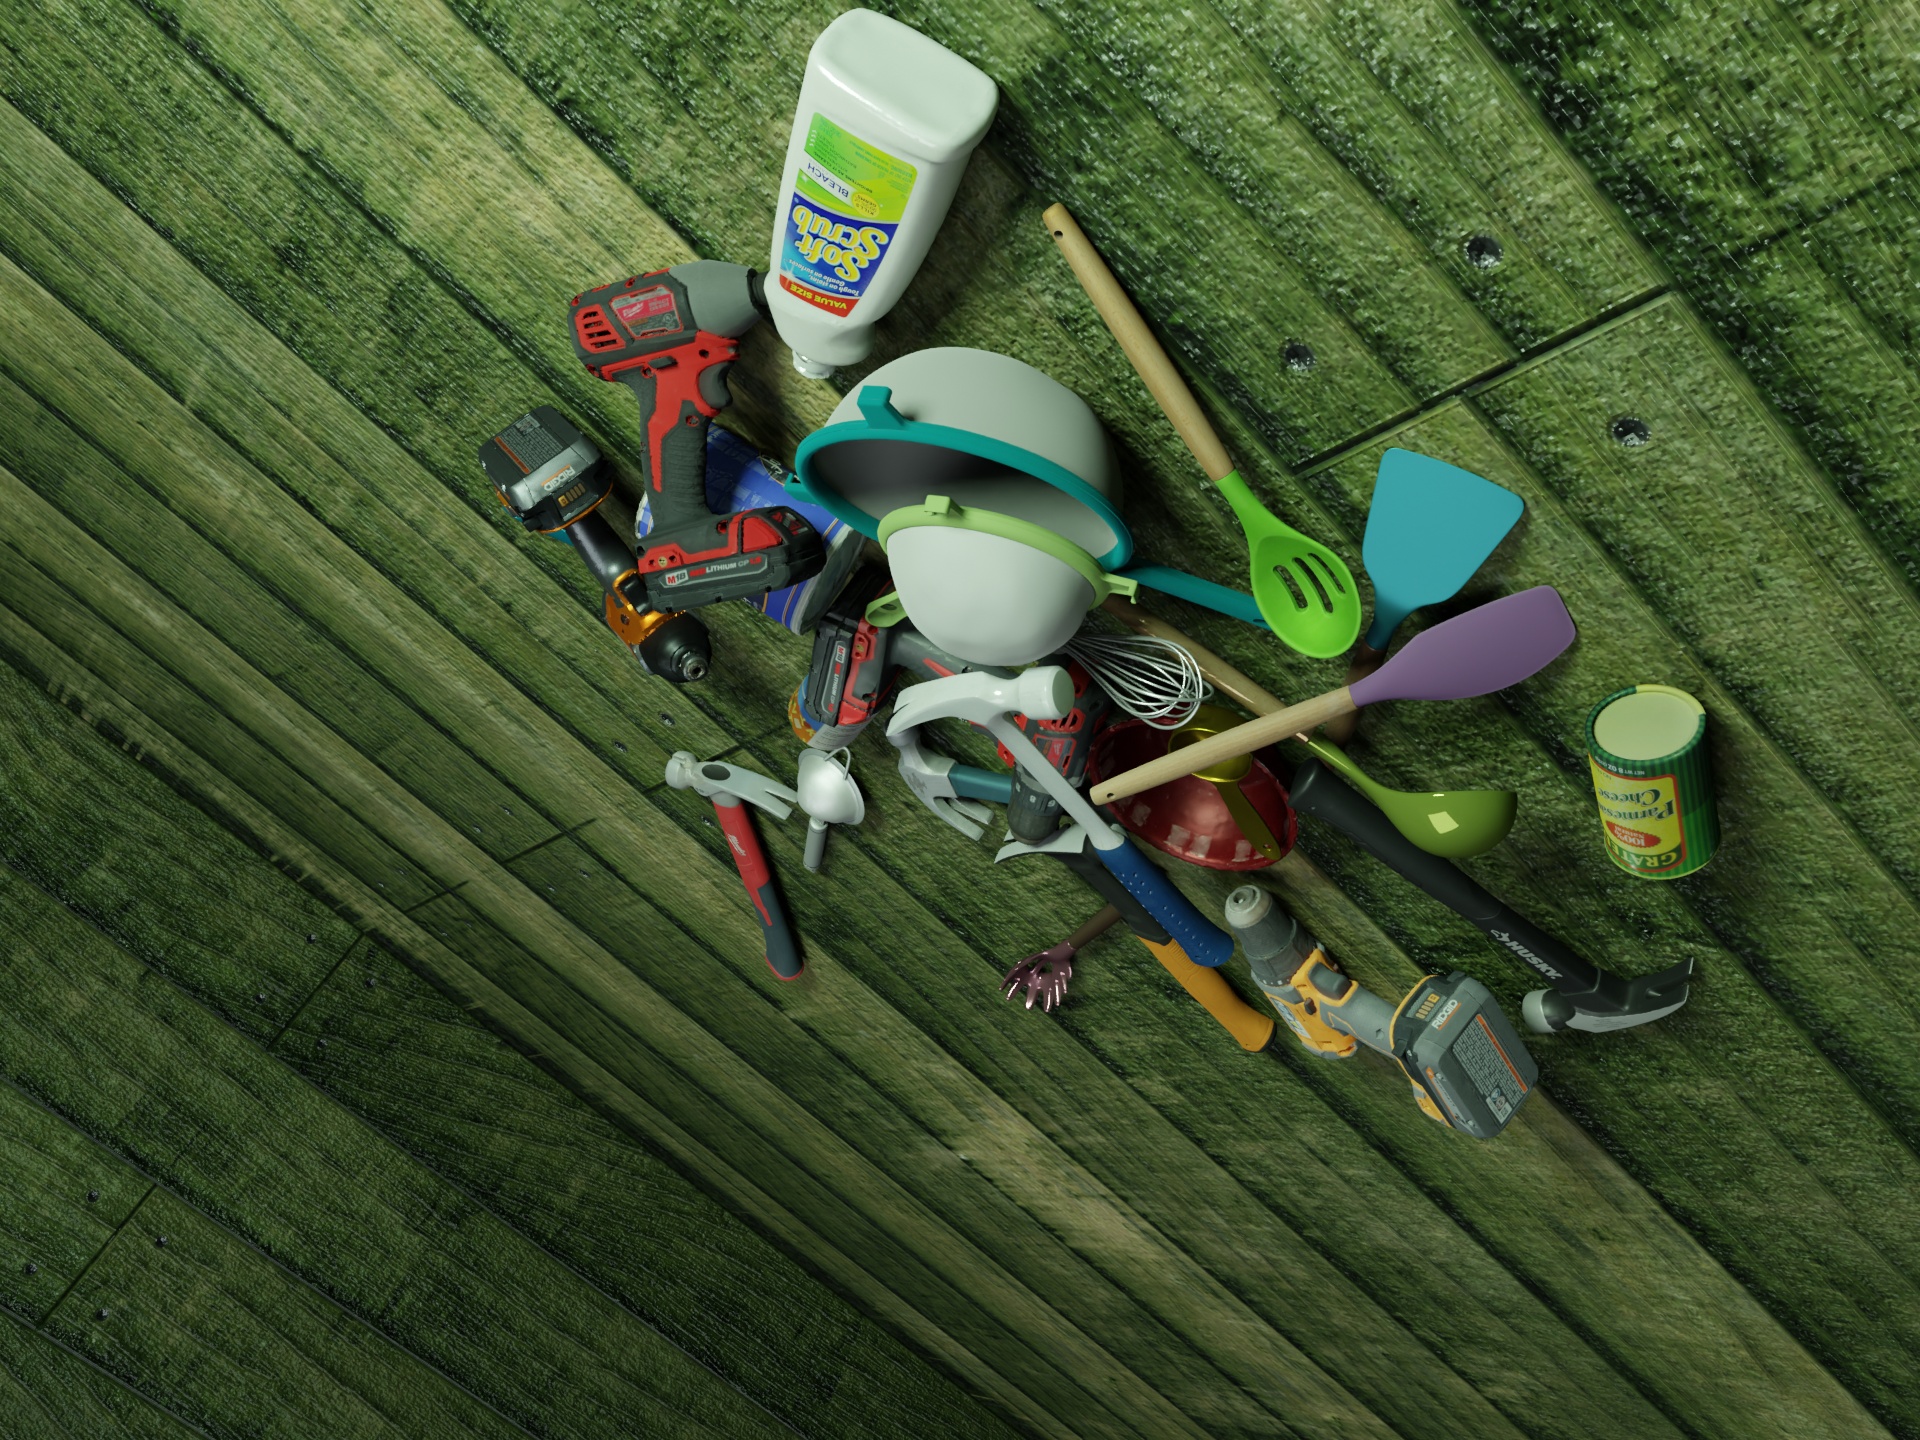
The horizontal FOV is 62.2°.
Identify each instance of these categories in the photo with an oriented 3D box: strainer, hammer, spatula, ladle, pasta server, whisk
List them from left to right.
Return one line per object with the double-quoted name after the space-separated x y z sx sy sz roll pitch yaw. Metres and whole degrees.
-0.206 0.176 1.719 0.143 0.038 0.385 17 146 21 "hammer"
-0.138 0.099 1.550 0.087 0.050 0.258 43 154 13 "strainer"
-0.010 -0.068 1.041 0.151 0.069 0.256 21 164 -23 "strainer"
0.076 -0.054 1.086 0.247 0.059 0.057 30 120 45 "whisk"
0.092 0.066 1.304 0.331 0.033 0.128 10 141 32 "hammer"
0.070 -0.147 0.989 0.340 0.095 0.211 18 167 -16 "strainer"
0.115 0.203 1.470 0.060 0.040 0.316 26 148 -7 "pasta server"
0.098 0.082 1.163 0.144 0.035 0.405 -3 147 34 "hammer"
0.170 0.193 1.373 0.127 0.034 0.336 -6 139 44 "hammer"
0.213 -0.014 1.035 0.320 0.062 0.078 36 179 13 "ladle"
0.221 -0.004 0.988 0.316 0.018 0.059 -23 118 24 "spatula"
0.264 -0.044 1.009 0.082 0.044 0.317 25 153 13 "spatula"
0.358 0.124 1.107 0.334 0.035 0.146 35 150 -18 "hammer"

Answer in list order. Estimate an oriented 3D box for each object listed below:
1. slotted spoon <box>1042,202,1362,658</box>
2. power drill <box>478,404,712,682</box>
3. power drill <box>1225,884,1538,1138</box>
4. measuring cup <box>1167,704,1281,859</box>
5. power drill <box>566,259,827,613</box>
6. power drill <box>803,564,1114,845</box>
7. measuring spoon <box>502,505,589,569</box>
0.141 -0.165 0.923 0.070 0.031 0.313 -17 117 47 "slotted spoon"
-0.278 -0.128 1.272 0.164 0.084 0.226 41 165 50 "power drill"
0.313 0.216 1.238 0.185 0.084 0.226 52 162 -28 "power drill"
0.192 0.043 1.092 0.062 0.029 0.156 -1 142 35 "measuring cup"
-0.167 -0.191 1.058 0.143 0.078 0.219 -10 101 17 "power drill"
-0.002 -0.004 1.228 0.227 0.080 0.187 24 137 9 "power drill"
-0.352 -0.156 1.399 0.128 0.021 0.042 26 148 8 "measuring spoon"
